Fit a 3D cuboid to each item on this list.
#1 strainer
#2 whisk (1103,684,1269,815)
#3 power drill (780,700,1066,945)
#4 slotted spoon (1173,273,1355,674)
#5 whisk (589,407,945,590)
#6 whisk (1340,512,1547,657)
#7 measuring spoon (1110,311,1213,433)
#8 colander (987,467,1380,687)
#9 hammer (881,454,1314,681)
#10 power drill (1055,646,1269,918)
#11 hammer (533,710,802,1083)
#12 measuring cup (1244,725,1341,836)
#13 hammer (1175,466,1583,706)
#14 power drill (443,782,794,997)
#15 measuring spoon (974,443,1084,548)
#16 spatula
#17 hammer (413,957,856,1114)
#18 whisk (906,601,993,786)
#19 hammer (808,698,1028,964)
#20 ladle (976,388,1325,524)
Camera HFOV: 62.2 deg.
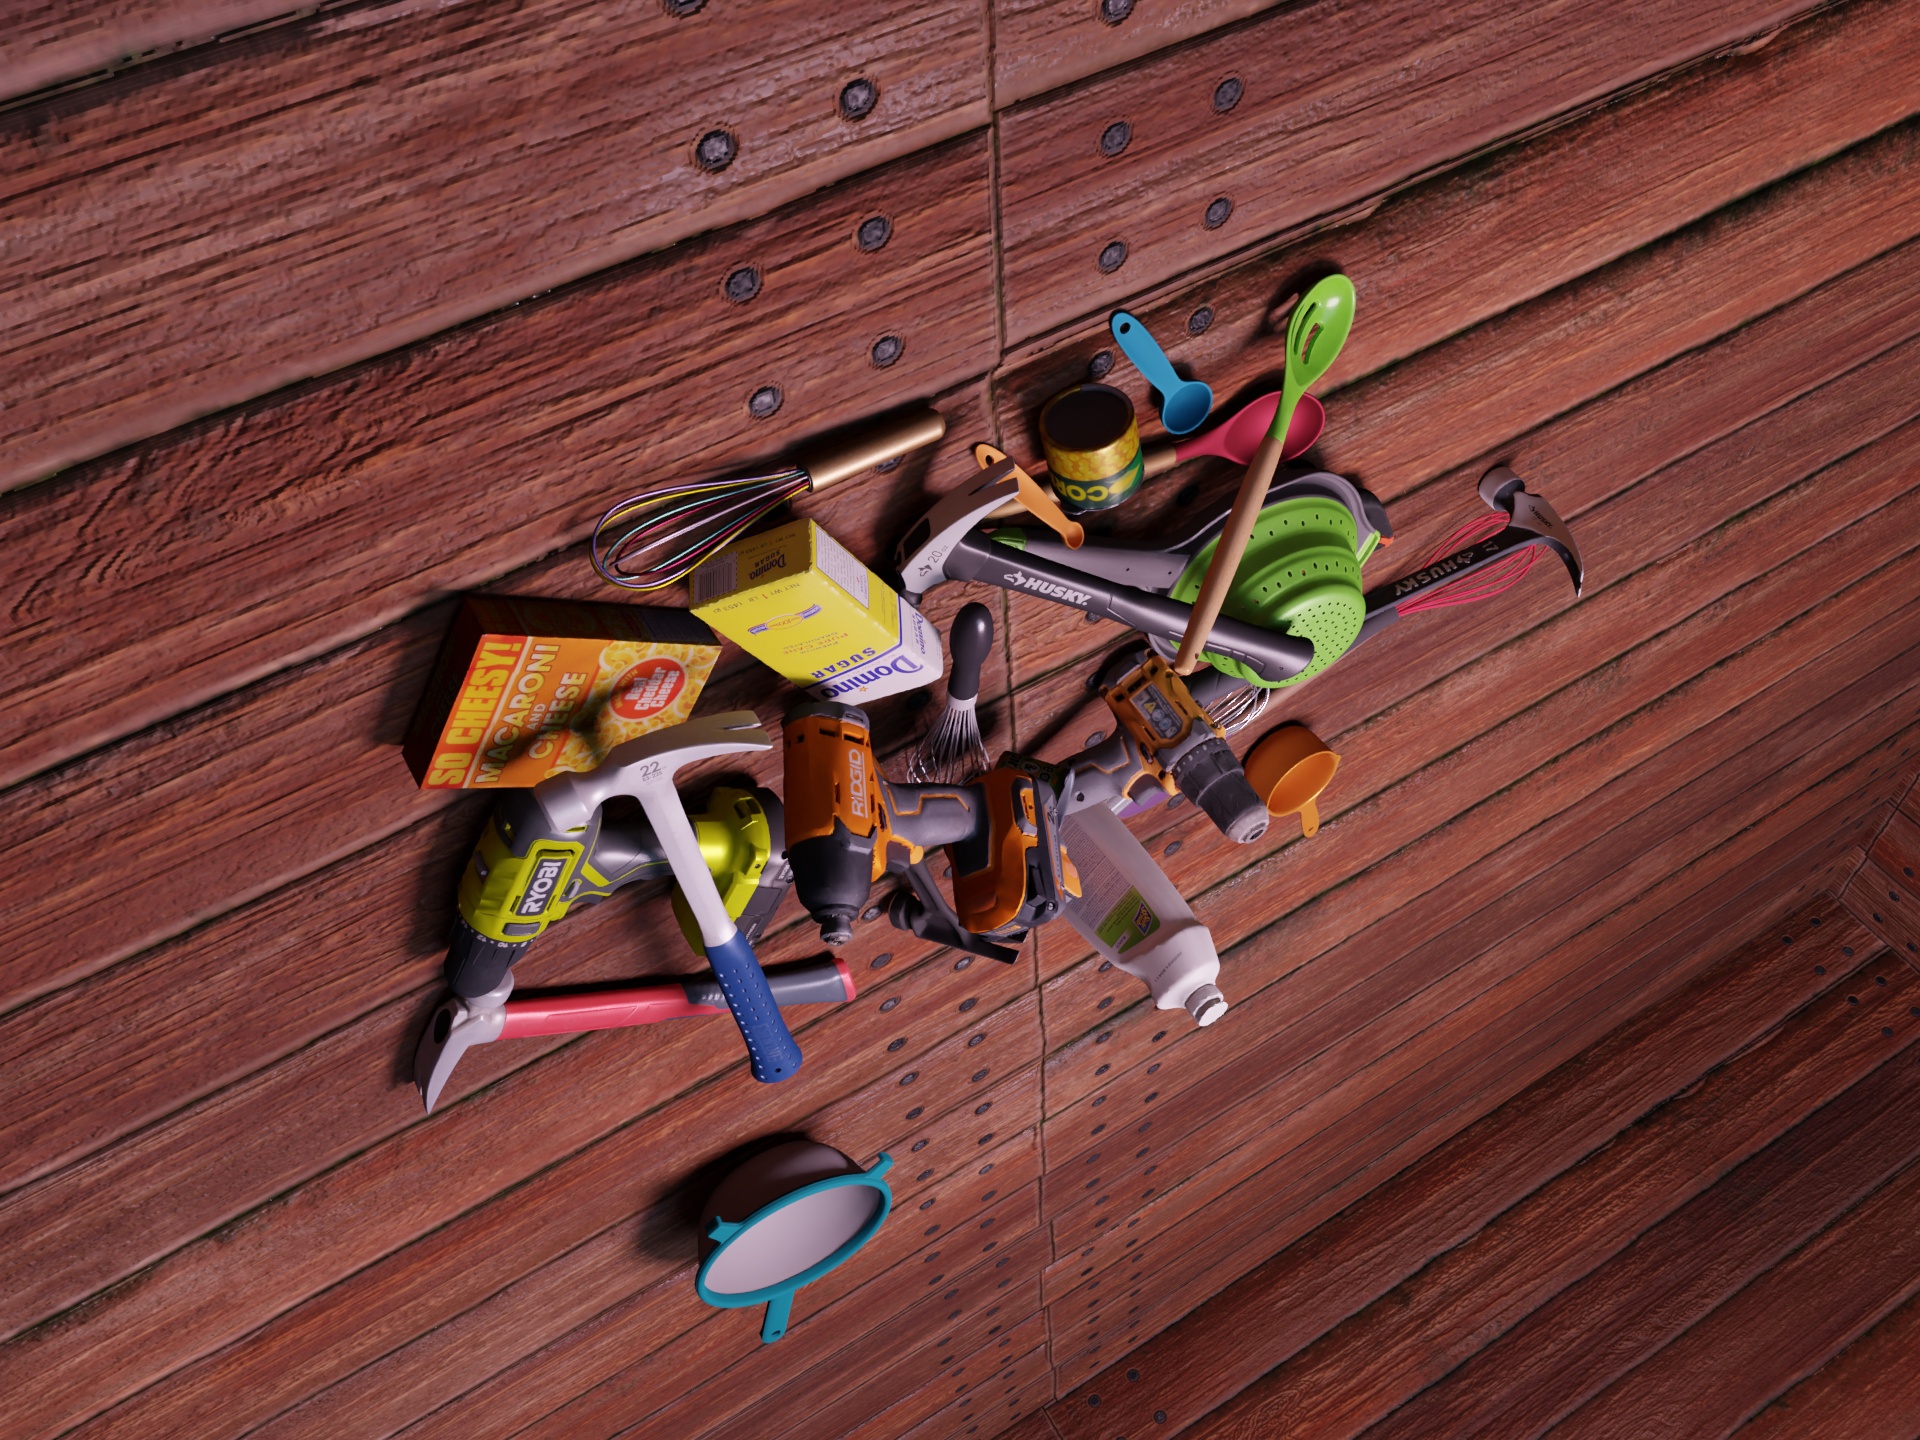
[{"bbox_3d":[-0.193,0.532,1.640,0.211,0.095,0.340,-15,142,-26],"label":"strainer"},{"bbox_3d":[0.184,0.035,1.448,0.246,0.059,0.057,-43,107,14],"label":"whisk"},{"bbox_3d":[-0.029,0.091,1.115,0.226,0.164,0.084,20,146,-41],"label":"power drill"},{"bbox_3d":[0.211,-0.176,1.125,0.070,0.031,0.314,35,74,-49],"label":"slotted spoon"},{"bbox_3d":[-0.113,-0.138,0.976,0.245,0.047,0.051,-27,143,-22],"label":"whisk"},{"bbox_3d":[0.419,-0.113,1.481,0.296,0.073,0.073,-30,146,-3],"label":"whisk"},{"bbox_3d":[0.134,-0.246,1.105,0.042,0.021,0.128,-43,137,8],"label":"measuring spoon"},{"bbox_3d":[0.186,-0.094,1.221,0.397,0.095,0.204,1,136,-35],"label":"colander"},{"bbox_3d":[0.116,-0.087,1.131,0.334,0.035,0.146,15,137,-26],"label":"hammer"},{"bbox_3d":[0.127,0.074,1.319,0.226,0.185,0.084,-39,155,7],"label":"power drill"},{"bbox_3d":[-0.166,0.143,1.119,0.144,0.035,0.405,-25,141,-11],"label":"hammer"},{"bbox_3d":[0.337,0.067,1.620,0.095,0.052,0.173,-36,148,-3],"label":"measuring cup"},{"bbox_3d":[0.353,-0.092,1.399,0.409,0.149,0.036,-26,140,-6],"label":"hammer"},{"bbox_3d":[-0.243,0.118,1.126,0.228,0.080,0.190,4,128,-41],"label":"power drill"},{"bbox_3d":[0.046,-0.155,1.103,0.116,0.011,0.021,36,68,-36],"label":"measuring spoon"},{"bbox_3d":[0.275,-0.005,1.507,0.316,0.018,0.059,-36,140,-2],"label":"spatula"},{"bbox_3d":[-0.247,0.241,1.297,0.386,0.038,0.143,3,130,-44],"label":"hammer"},{"bbox_3d":[-0.002,-0.005,1.180,0.070,0.070,0.284,-25,155,-19],"label":"whisk"},{"bbox_3d":[-0.046,0.091,1.259,0.034,0.127,0.336,-62,148,-26],"label":"hammer"},{"bbox_3d":[0.133,-0.186,1.159,0.315,0.031,0.069,-20,138,-22],"label":"ladle"}]
